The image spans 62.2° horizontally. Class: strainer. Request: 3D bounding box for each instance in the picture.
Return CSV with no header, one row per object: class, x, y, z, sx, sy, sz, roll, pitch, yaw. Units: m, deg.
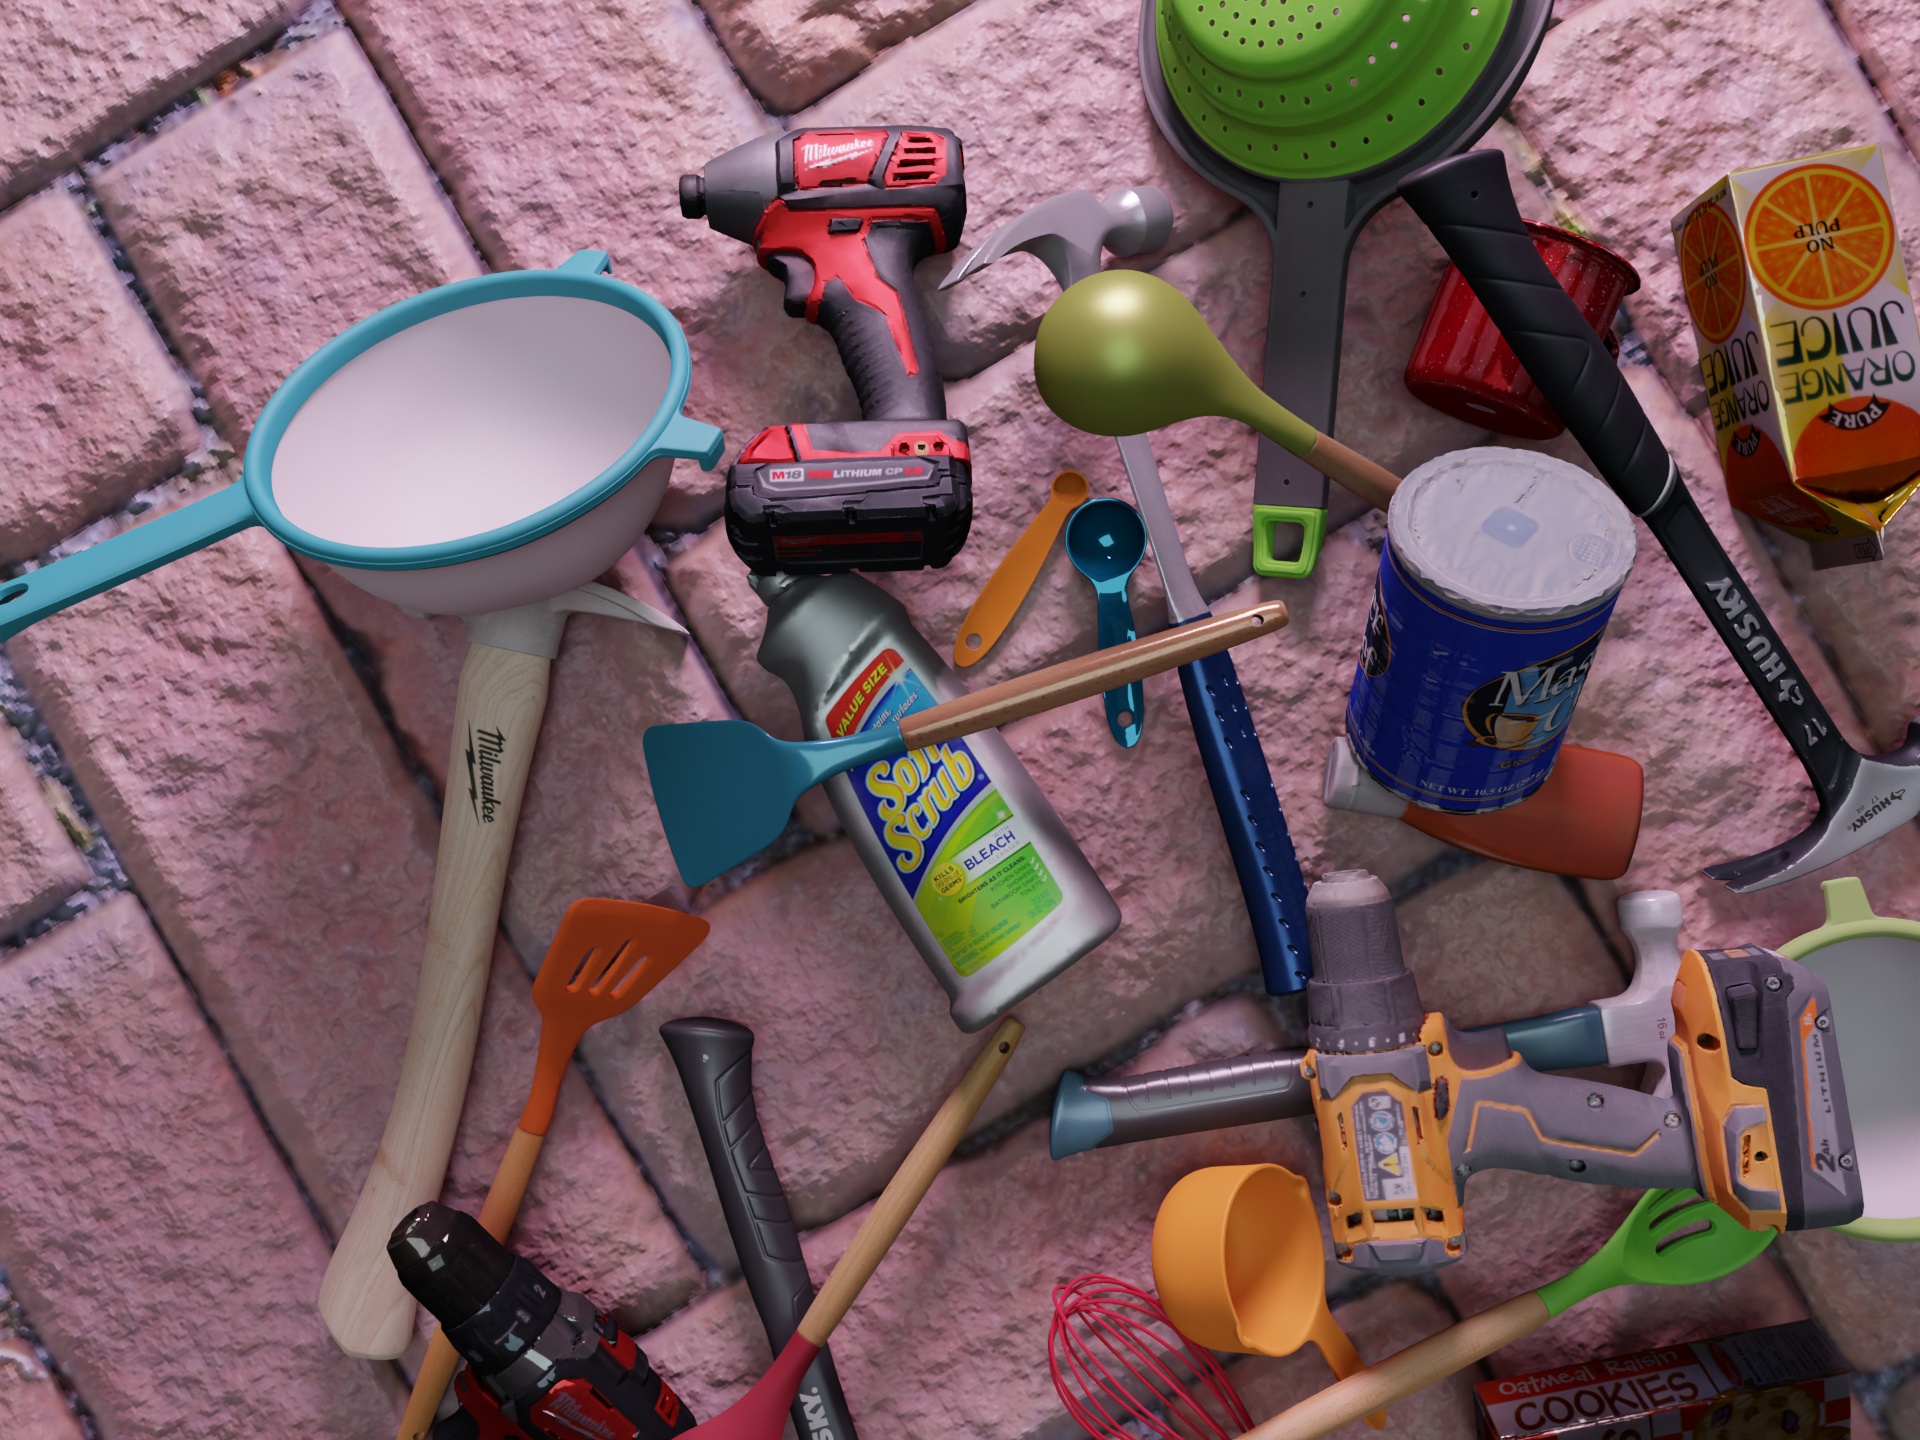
strainer,-0.279,-0.092,0.757,0.340,0.095,0.211,-26,50,-10
strainer,0.482,0.194,0.760,0.256,0.069,0.151,30,95,9

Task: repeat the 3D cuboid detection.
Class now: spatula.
spatula,-0.224,0.234,0.810,0.081,0.041,0.322,19,95,-41
spatula,-0.001,-0.002,0.749,0.317,0.044,0.082,-17,86,6

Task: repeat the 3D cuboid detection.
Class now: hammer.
hammer,0.327,-0.091,0.741,0.149,0.036,0.408,-39,105,4
hammer,-0.090,0.311,0.809,0.146,0.035,0.335,-18,89,1
hammer,0.104,-0.059,0.779,0.144,0.035,0.405,-22,95,-40
hammer,-0.250,0.124,0.817,0.146,0.038,0.410,12,91,1
hammer,0.205,0.174,0.799,0.331,0.033,0.128,-10,88,2

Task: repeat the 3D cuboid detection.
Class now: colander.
colander,0.157,-0.264,0.746,0.204,0.094,0.397,8,100,29

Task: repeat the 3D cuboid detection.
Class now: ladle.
ladle,0.175,-0.116,0.752,0.320,0.062,0.078,24,72,-24
ladle,-0.058,0.281,0.780,0.069,0.031,0.315,35,81,-7

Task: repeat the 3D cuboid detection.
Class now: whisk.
whisk,0.152,0.383,0.789,0.296,0.073,0.073,43,91,-3

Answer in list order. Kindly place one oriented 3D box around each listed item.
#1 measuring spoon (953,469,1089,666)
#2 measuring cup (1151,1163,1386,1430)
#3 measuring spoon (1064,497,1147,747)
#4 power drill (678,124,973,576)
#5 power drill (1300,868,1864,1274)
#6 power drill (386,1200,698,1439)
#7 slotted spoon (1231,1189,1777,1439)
measuring spoon,0.030,-0.078,0.821,0.021,0.011,0.117,32,95,3
measuring cup,0.154,0.294,0.790,0.052,0.095,0.173,-14,119,41
measuring spoon,0.078,-0.050,0.817,0.042,0.021,0.128,-7,98,-3
power drill,-0.064,-0.187,0.774,0.143,0.078,0.220,-2,75,-4
power drill,0.271,0.151,0.732,0.226,0.084,0.185,-9,87,16
power drill,-0.268,0.360,0.780,0.226,0.080,0.187,-40,104,-1
slotted spoon,0.258,0.292,0.771,0.313,0.031,0.070,-22,109,-9
